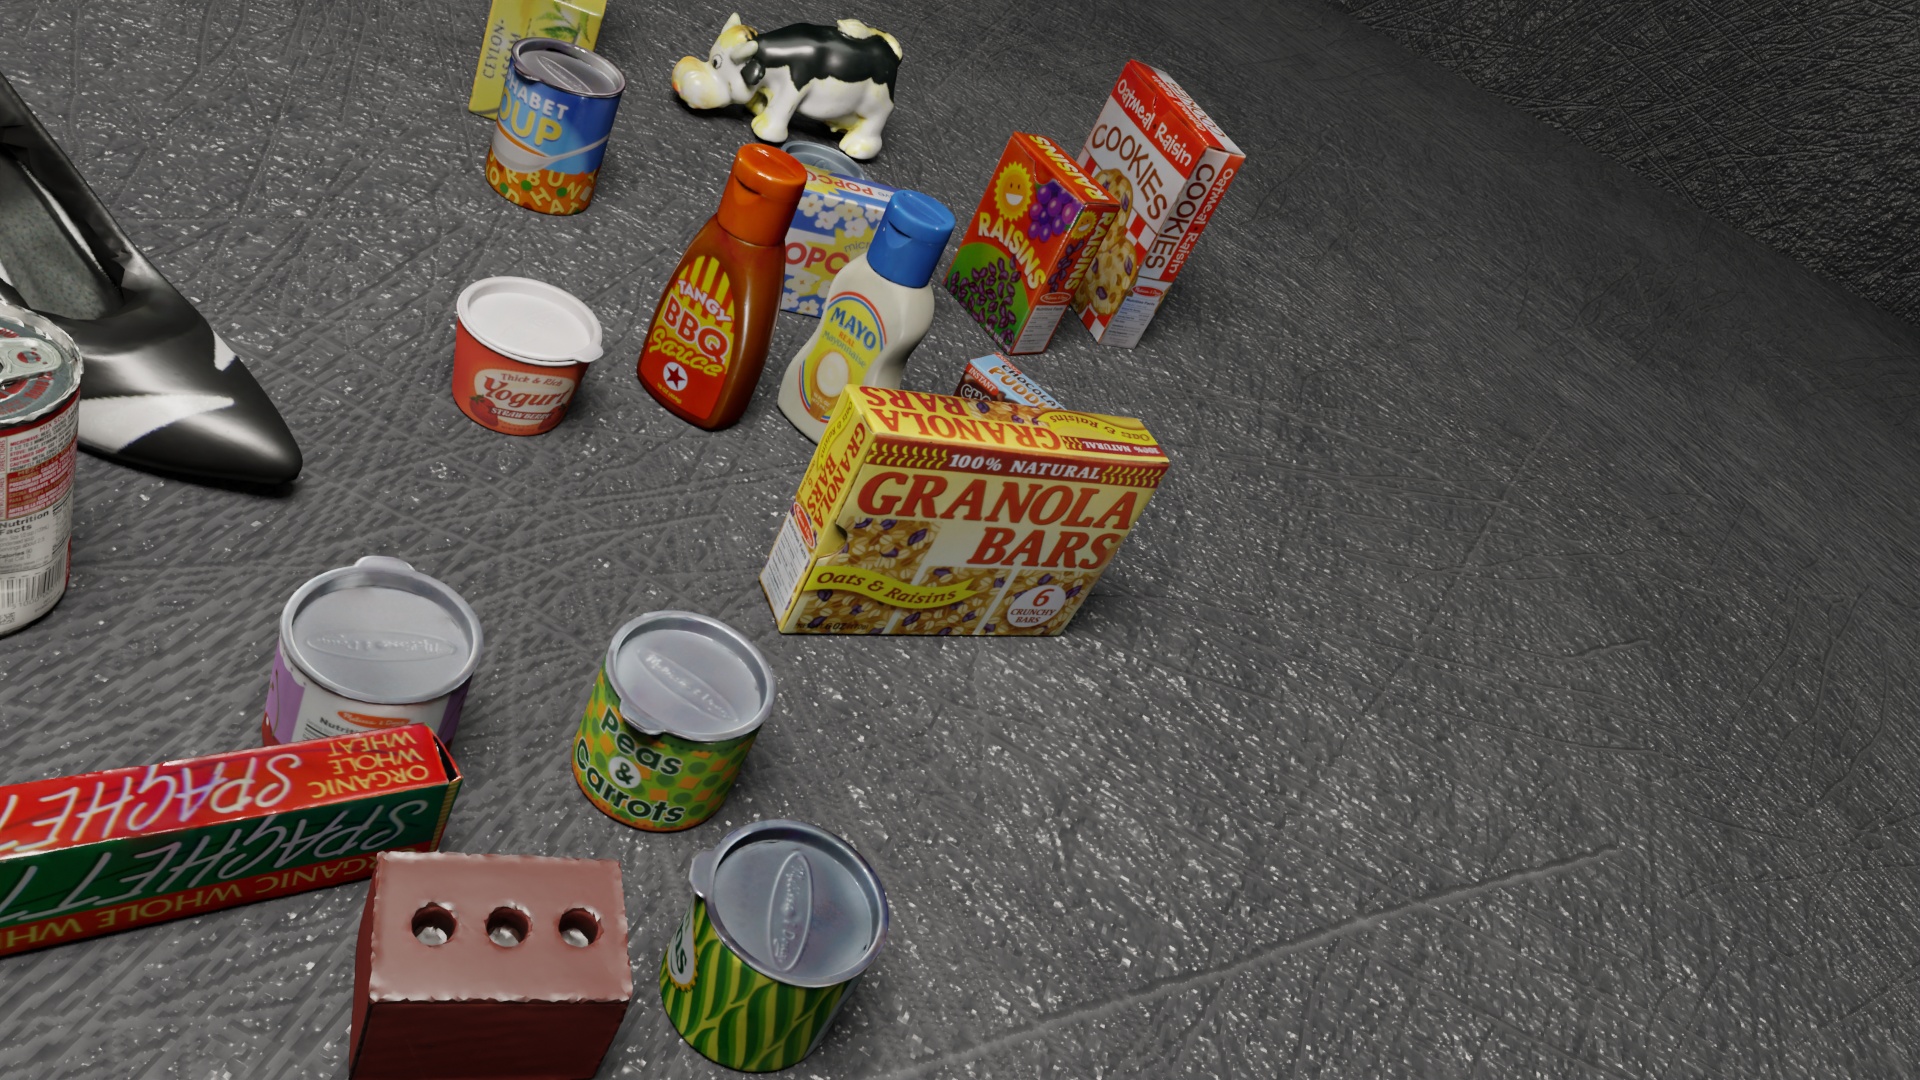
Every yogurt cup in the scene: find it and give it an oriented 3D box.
[{"bbox_3d":[-0.216,-0.089,0.680,0.072,0.053,0.073,19,35,-14],"label":"yogurt cup"}]

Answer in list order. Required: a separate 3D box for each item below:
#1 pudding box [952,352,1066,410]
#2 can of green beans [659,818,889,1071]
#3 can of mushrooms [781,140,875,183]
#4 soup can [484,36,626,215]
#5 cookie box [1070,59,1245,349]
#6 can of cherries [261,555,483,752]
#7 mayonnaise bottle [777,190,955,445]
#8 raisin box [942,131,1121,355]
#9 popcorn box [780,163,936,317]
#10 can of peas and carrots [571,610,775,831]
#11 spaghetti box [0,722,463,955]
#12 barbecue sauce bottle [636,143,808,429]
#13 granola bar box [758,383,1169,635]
[{"bbox_3d":[0.034,-0.069,0.833,0.084,0.049,0.030,43,37,20],"label":"pudding box"},{"bbox_3d":[-0.066,0.141,0.486,0.071,0.057,0.071,19,35,-14],"label":"can of green beans"},{"bbox_3d":[-0.099,-0.252,0.989,0.071,0.033,0.071,19,36,-14],"label":"can of mushrooms"},{"bbox_3d":[-0.247,-0.248,0.837,0.071,0.083,0.072,19,35,-14],"label":"soup can"},{"bbox_3d":[0.125,-0.246,1.020,0.040,0.166,0.123,3,42,-33],"label":"cookie box"},{"bbox_3d":[-0.212,0.050,0.501,0.071,0.058,0.072,19,35,-14],"label":"can of cherries"},{"bbox_3d":[-0.048,-0.117,0.751,0.065,0.147,0.041,39,35,15],"label":"mayonnaise bottle"},{"bbox_3d":[0.046,-0.201,0.946,0.040,0.122,0.086,-8,48,-41],"label":"raisin box"},{"bbox_3d":[-0.081,-0.184,0.869,0.127,0.084,0.038,8,39,-28],"label":"popcorn box"},{"bbox_3d":[-0.114,0.072,0.541,0.071,0.058,0.071,19,35,-14],"label":"can of peas and carrots"},{"bbox_3d":[-0.277,0.096,0.403,0.251,0.050,0.029,-5,47,-39],"label":"spaghetti box"},{"bbox_3d":[-0.120,-0.132,0.719,0.065,0.147,0.044,37,35,12],"label":"barbecue sauce bottle"},{"bbox_3d":[0.002,-0.008,0.668,0.166,0.123,0.039,3,42,-32],"label":"granola bar box"}]
